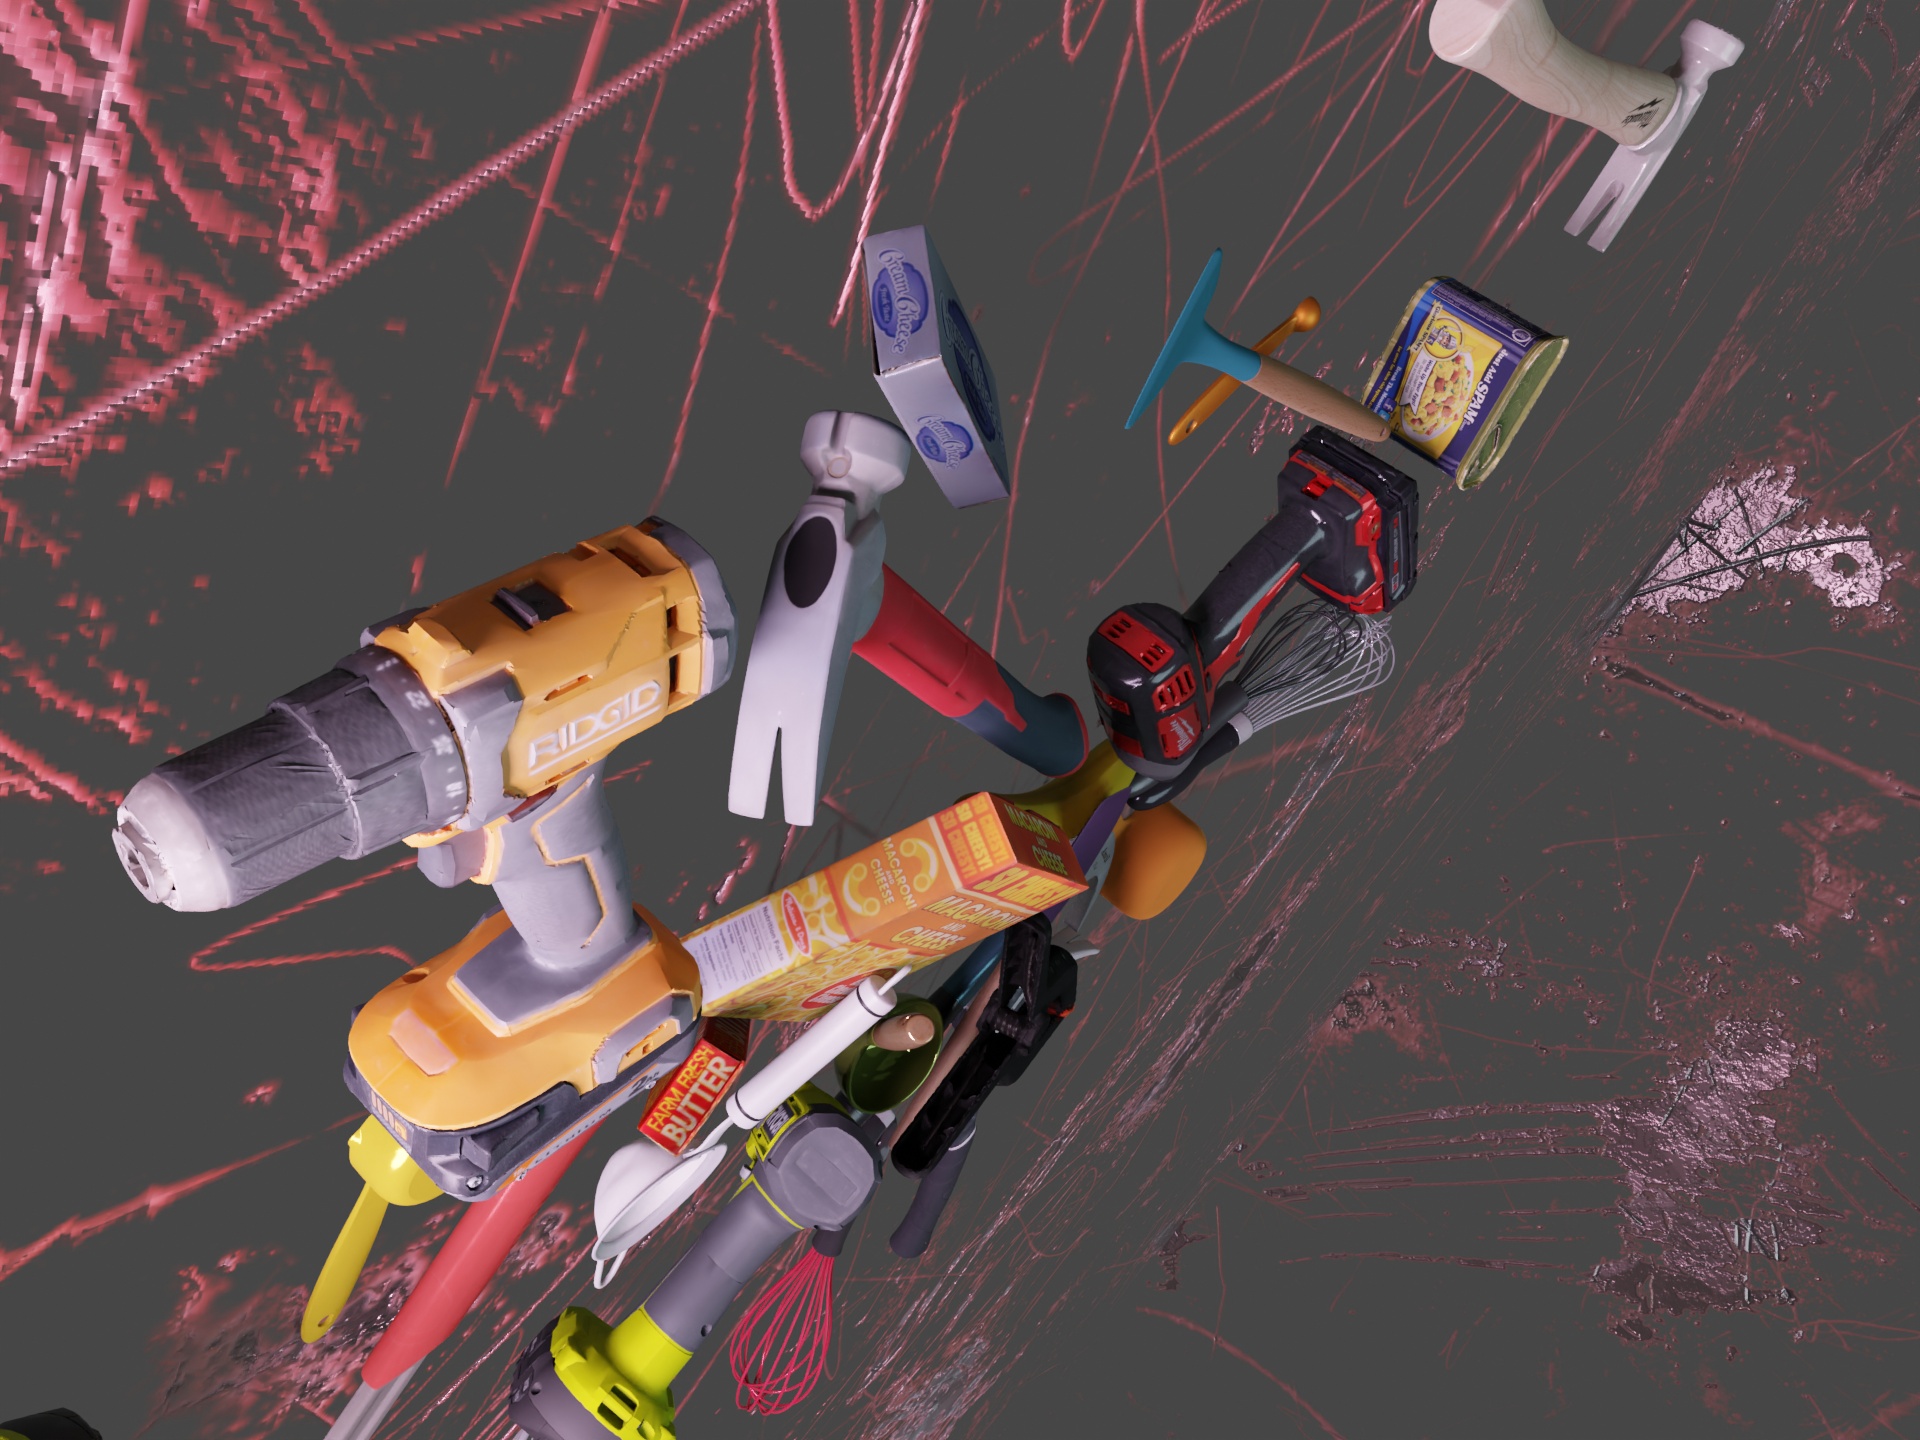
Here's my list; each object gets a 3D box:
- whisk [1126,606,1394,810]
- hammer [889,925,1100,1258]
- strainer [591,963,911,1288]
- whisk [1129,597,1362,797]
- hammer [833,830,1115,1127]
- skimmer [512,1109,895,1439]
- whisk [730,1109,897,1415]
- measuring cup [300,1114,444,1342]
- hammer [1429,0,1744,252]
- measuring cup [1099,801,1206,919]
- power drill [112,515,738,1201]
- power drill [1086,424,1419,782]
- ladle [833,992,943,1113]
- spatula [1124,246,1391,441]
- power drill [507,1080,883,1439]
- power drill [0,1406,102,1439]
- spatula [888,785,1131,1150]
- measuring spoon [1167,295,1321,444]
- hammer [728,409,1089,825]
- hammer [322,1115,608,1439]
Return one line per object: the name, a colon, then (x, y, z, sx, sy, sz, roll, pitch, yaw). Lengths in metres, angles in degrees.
whisk: (0.222, -0.009, 1.159, 0.284, 0.070, 0.070, -32, 151, -30)
hammer: (0.006, 0.316, 1.274, 0.149, 0.036, 0.408, -31, 151, -41)
strainer: (-0.114, 0.198, 0.801, 0.258, 0.050, 0.087, -42, 165, 19)
whisk: (0.193, -0.015, 1.103, 0.239, 0.055, 0.055, -36, 153, -24)
hammer: (-0.015, 0.191, 1.045, 0.331, 0.033, 0.128, -47, 156, -9)
skimmer: (-0.155, 0.395, 1.018, 0.363, 0.090, 0.127, -45, 129, -19)
whisk: (-0.105, 0.402, 1.172, 0.073, 0.073, 0.295, -12, 130, -56)
measuring cup: (-0.237, 0.211, 0.660, 0.062, 0.029, 0.156, -6, 130, -59)
hammer: (0.340, -0.345, 0.887, 0.410, 0.038, 0.146, -17, 142, -53)
measuring cup: (0.132, 0.095, 1.145, 0.095, 0.052, 0.173, -50, 159, -1)
power drill: (-0.160, 0.059, 0.514, 0.185, 0.084, 0.226, -32, 146, -39)
power drill: (0.169, -0.058, 0.942, 0.219, 0.079, 0.143, -41, 147, -13)
ladle: (-0.028, 0.174, 0.844, 0.078, 0.062, 0.320, -50, 178, -14)
spatula: (0.162, -0.165, 0.793, 0.317, 0.044, 0.082, 2, 120, -55)
power drill: (-0.141, 0.300, 0.883, 0.223, 0.080, 0.171, -47, -174, -12)
power drill: (-0.385, 0.301, 0.468, 0.190, 0.080, 0.228, -53, 155, 6)
spatula: (0.027, 0.165, 1.008, 0.059, 0.018, 0.315, -18, 142, -57)
measuring spoon: (0.147, -0.177, 0.812, 0.117, 0.011, 0.021, -44, 156, -16)
hammer: (-0.001, -0.002, 0.714, 0.386, 0.038, 0.143, 34, 66, -71)
hammer: (-0.242, 0.264, 0.728, 0.359, 0.037, 0.149, -55, 157, 11)
